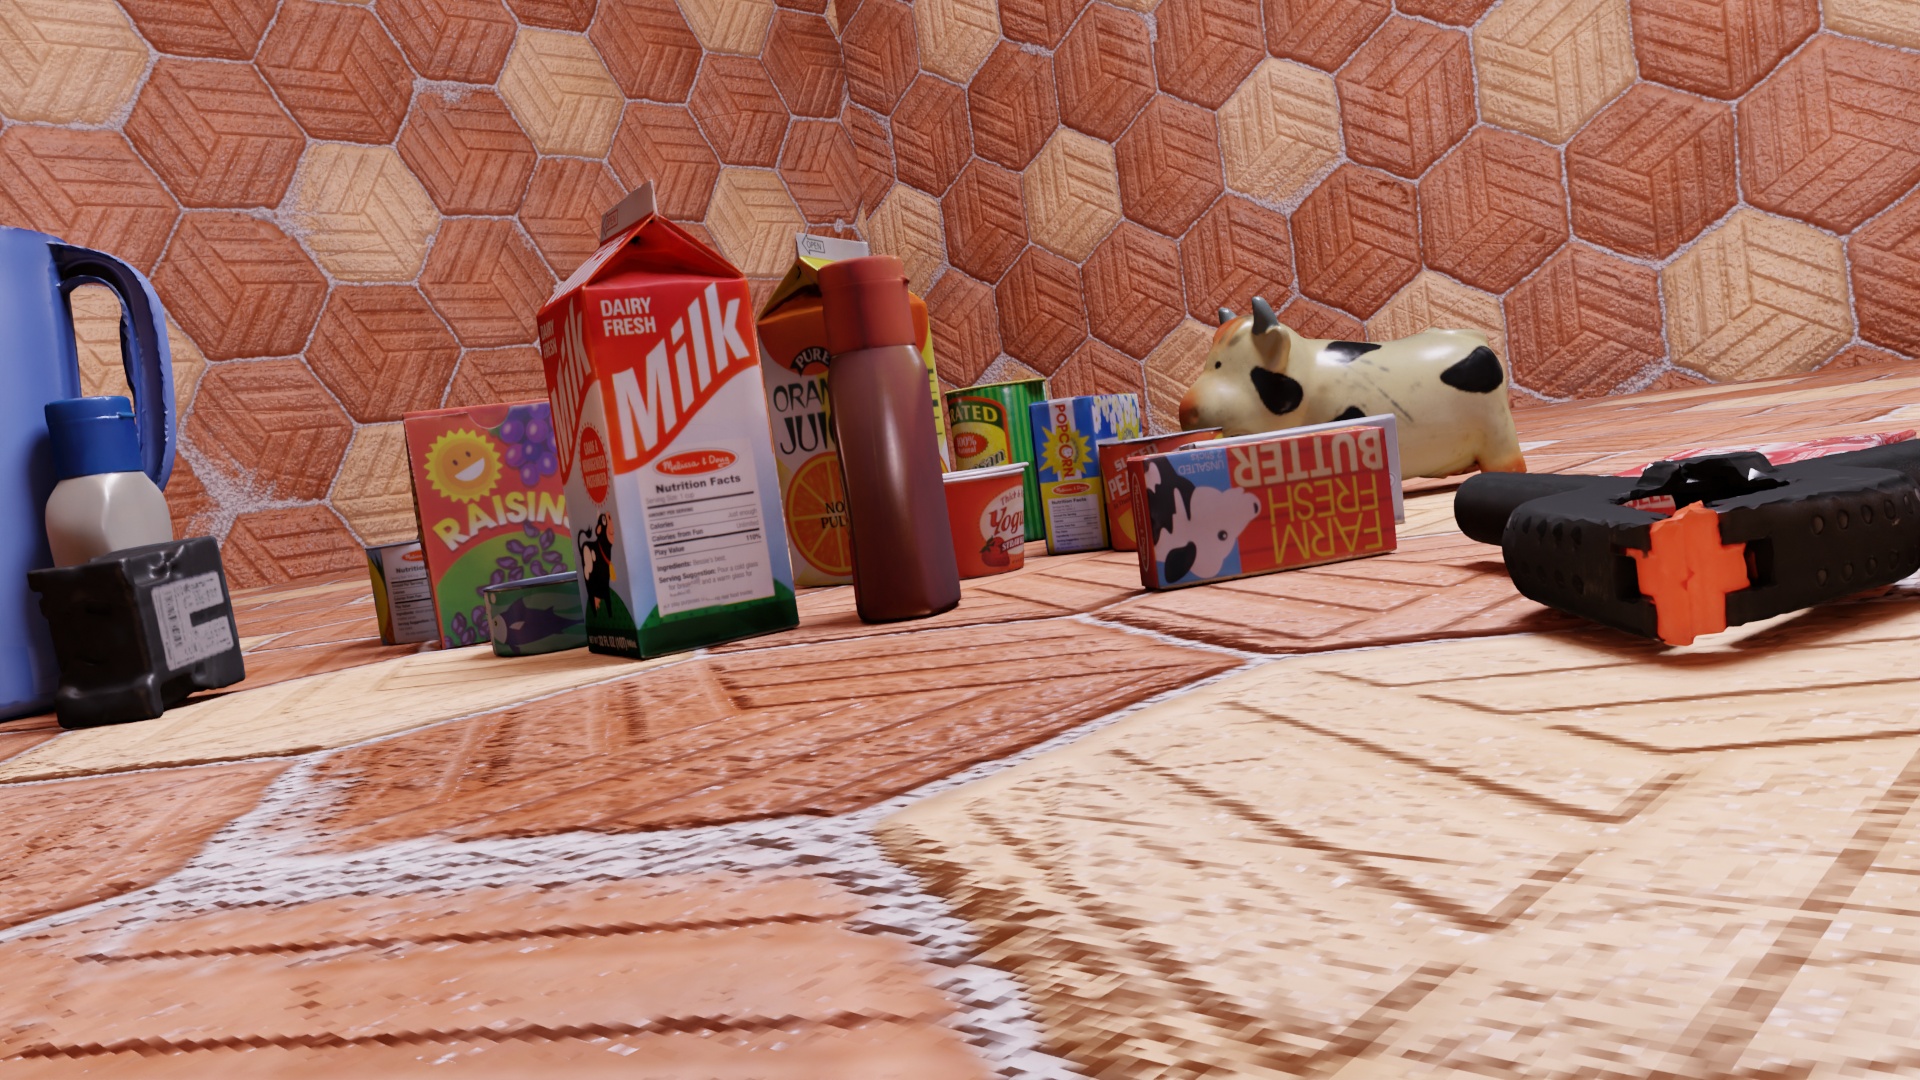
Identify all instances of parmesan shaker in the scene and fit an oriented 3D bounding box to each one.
[{"bbox_3d":[0.031,-0.051,0.905,0.071,0.103,0.071,-8,3,1],"label":"parmesan shaker"}]

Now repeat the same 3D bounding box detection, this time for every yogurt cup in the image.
[{"bbox_3d":[0.003,-0.009,0.719,0.072,0.054,0.072,-8,4,1],"label":"yogurt cup"}]

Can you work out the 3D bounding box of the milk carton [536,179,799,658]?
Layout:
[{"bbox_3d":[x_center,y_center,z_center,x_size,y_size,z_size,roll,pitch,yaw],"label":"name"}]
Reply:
[{"bbox_3d":[-0.128,-0.051,0.591,0.074,0.190,0.072,-10,4,-32],"label":"milk carton"}]

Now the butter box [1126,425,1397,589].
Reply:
[{"bbox_3d":[0.120,-0.014,0.552,0.104,0.053,0.024,-9,3,-11],"label":"butter box"}]

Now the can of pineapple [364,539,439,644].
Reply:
[{"bbox_3d":[-0.308,0.027,0.811,0.071,0.058,0.071,-8,4,1],"label":"can of pineapple"}]

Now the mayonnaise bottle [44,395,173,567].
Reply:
[{"bbox_3d":[-0.413,0.005,0.677,0.041,0.148,0.065,-8,3,3],"label":"mayonnaise bottle"}]

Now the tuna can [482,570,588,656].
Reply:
[{"bbox_3d":[-0.187,0.033,0.657,0.071,0.033,0.071,-8,4,1],"label":"tuna can"}]

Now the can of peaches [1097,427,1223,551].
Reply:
[{"bbox_3d":[0.108,-0.027,0.733,0.071,0.058,0.071,-8,4,1],"label":"can of peaches"}]

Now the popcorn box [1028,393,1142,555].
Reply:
[{"bbox_3d":[0.078,-0.041,0.807,0.038,0.085,0.127,-7,4,19],"label":"popcorn box"}]

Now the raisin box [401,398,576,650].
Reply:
[{"bbox_3d":[-0.243,-0.011,0.740,0.086,0.123,0.040,-9,3,-21],"label":"raisin box"}]

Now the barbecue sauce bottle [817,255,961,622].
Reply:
[{"bbox_3d":[-0.031,-0.043,0.583,0.044,0.148,0.065,-8,3,8],"label":"barbecue sauce bottle"}]

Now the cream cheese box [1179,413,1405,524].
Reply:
[{"bbox_3d":[0.160,-0.028,0.668,0.104,0.053,0.024,-9,3,-8],"label":"cream cheese box"}]

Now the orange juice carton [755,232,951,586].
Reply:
[{"bbox_3d":[-0.058,-0.075,0.781,0.073,0.192,0.072,-6,4,32],"label":"orange juice carton"}]
